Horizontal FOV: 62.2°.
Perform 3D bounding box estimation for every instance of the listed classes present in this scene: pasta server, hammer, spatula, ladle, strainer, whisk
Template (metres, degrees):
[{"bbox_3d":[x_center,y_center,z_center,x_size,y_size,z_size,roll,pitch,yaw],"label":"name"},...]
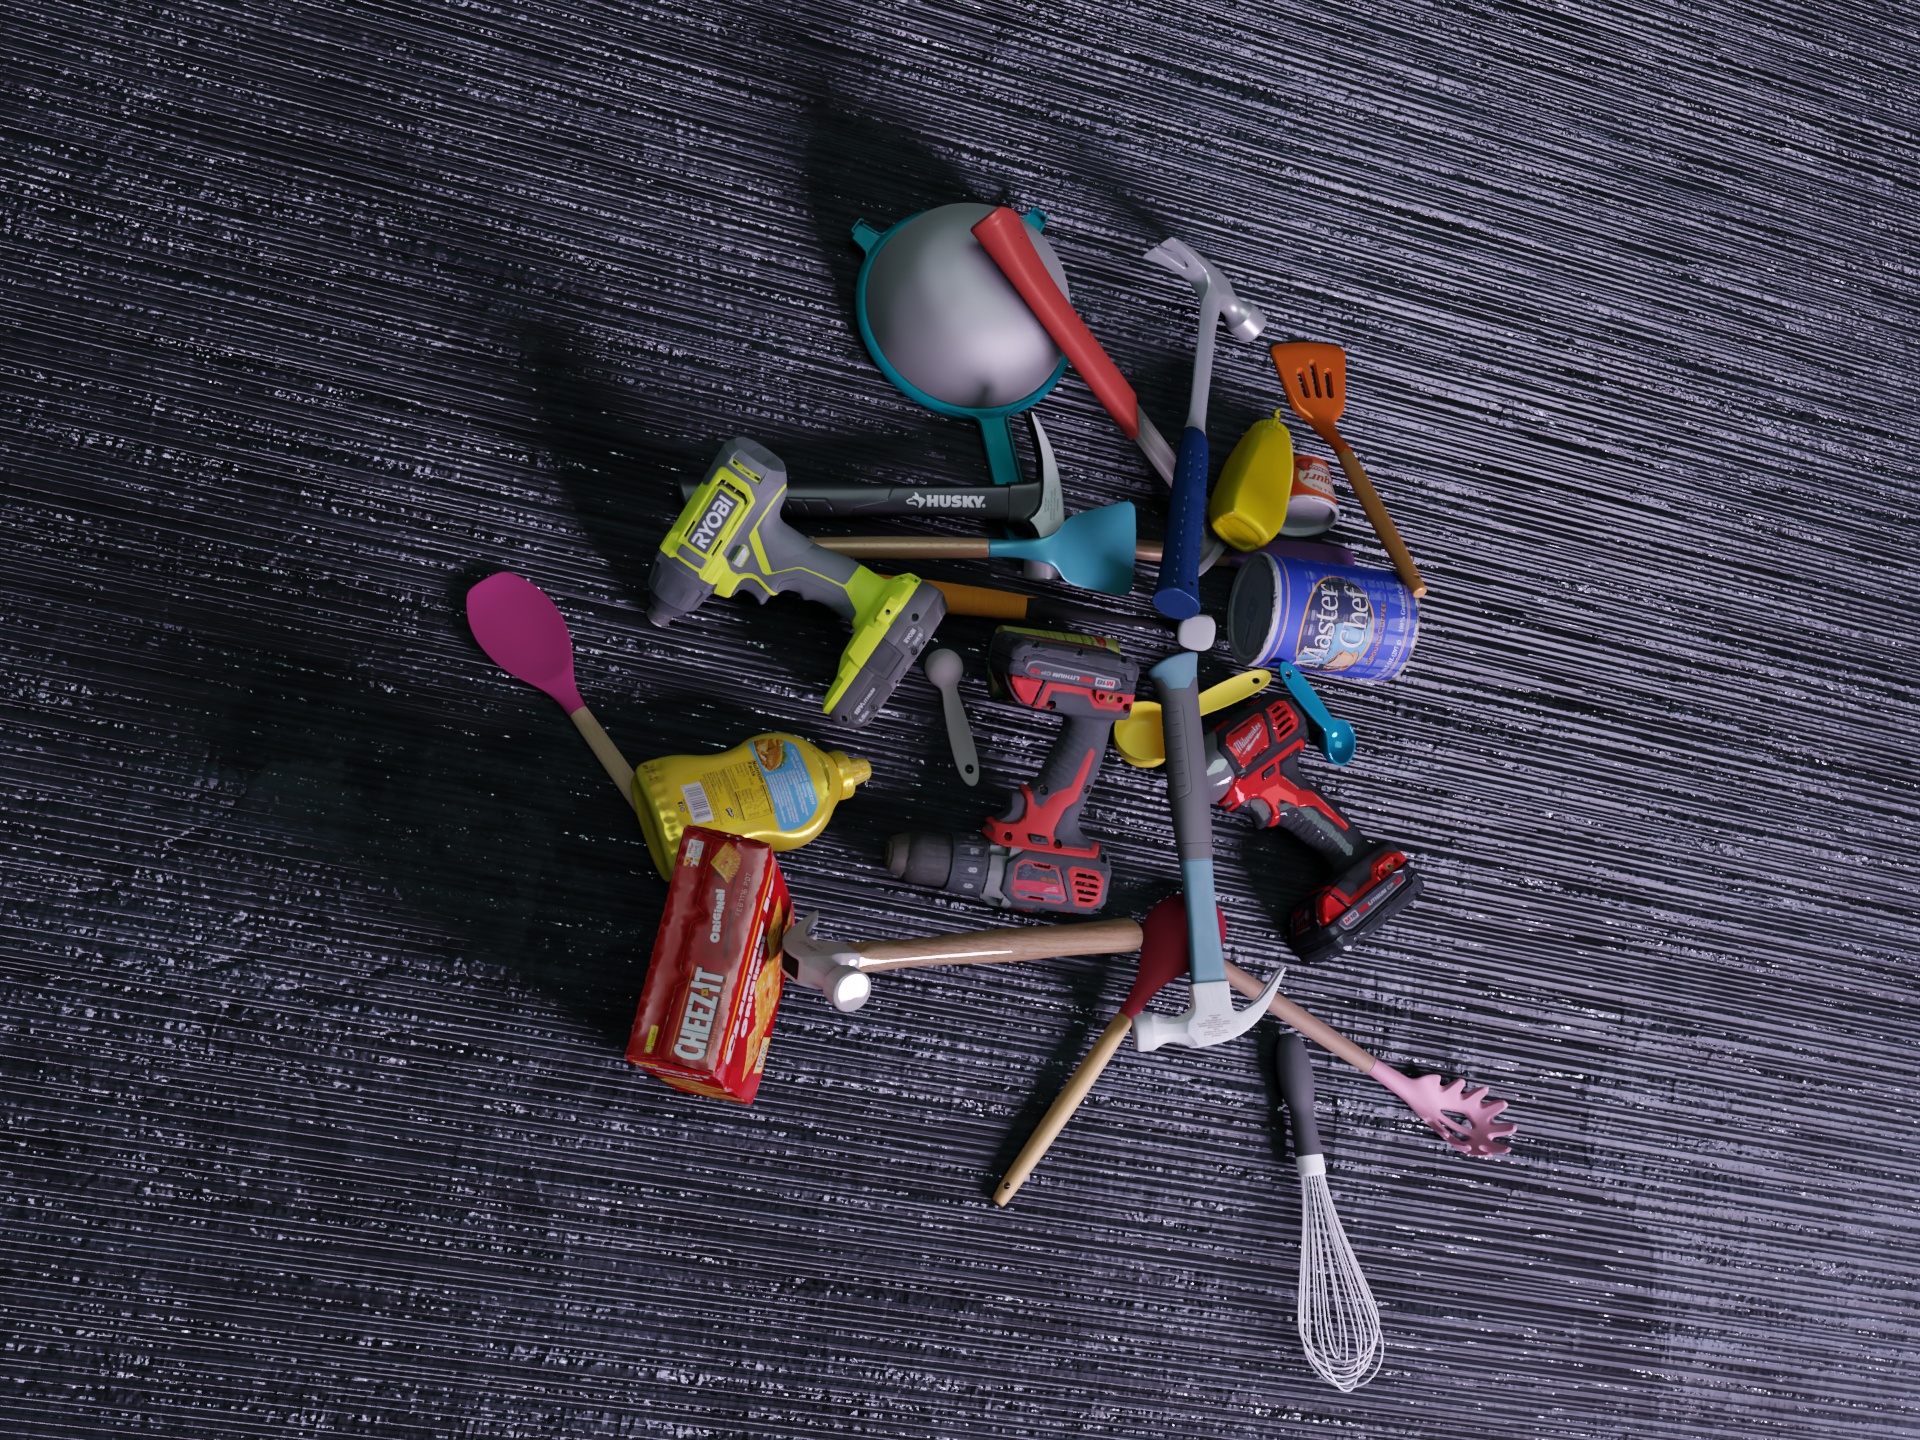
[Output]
[{"bbox_3d":[0.333,0.279,1.365,0.316,0.040,0.060,33,57,-2],"label":"pasta server"},{"bbox_3d":[0.204,-0.262,1.405,0.144,0.035,0.406,34,50,-30],"label":"hammer"},{"bbox_3d":[0.009,0.178,1.252,0.331,0.130,0.031,1,102,-36],"label":"hammer"},{"bbox_3d":[0.223,-0.150,1.468,0.315,0.018,0.060,5,68,-14],"label":"spatula"},{"bbox_3d":[0.371,-0.239,1.485,0.081,0.041,0.323,-2,50,-15],"label":"spatula"},{"bbox_3d":[0.045,-0.100,1.374,0.337,0.127,0.034,7,97,-2],"label":"hammer"},{"bbox_3d":[0.121,0.266,1.316,0.069,0.031,0.315,29,70,25],"label":"ladle"},{"bbox_3d":[0.126,-0.291,1.400,0.359,0.037,0.149,50,49,-17],"label":"hammer"},{"bbox_3d":[0.030,-0.325,1.424,0.211,0.095,0.340,-9,79,-17],"label":"strainer"},{"bbox_3d":[-0.003,-0.147,1.365,0.317,0.044,0.082,0,102,-4],"label":"spatula"},{"bbox_3d":[0.194,0.104,1.328,0.128,0.033,0.331,-3,77,-3],"label":"hammer"},{"bbox_3d":[-0.075,-0.196,1.373,0.334,0.035,0.146,0,100,-9],"label":"hammer"},{"bbox_3d":[0.295,0.401,1.314,0.070,0.070,0.285,-1,70,-15],"label":"whisk"}]

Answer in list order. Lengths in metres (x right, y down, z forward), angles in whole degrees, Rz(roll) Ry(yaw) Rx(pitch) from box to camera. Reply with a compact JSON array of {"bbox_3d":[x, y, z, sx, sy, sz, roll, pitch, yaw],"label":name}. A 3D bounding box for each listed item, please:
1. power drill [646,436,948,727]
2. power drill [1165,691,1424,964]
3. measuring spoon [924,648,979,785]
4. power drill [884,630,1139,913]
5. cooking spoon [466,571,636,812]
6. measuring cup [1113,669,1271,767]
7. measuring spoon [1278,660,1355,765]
[{"bbox_3d":[-0.139,-0.101,1.304,0.223,0.080,0.171,35,110,-4],"label":"power drill"},{"bbox_3d":[0.284,0.095,1.386,0.143,0.078,0.220,-33,82,-21],"label":"power drill"},{"bbox_3d":[-0.002,-0.004,1.367,0.034,0.018,0.124,-10,78,-17],"label":"measuring spoon"},{"bbox_3d":[0.045,0.044,1.306,0.188,0.080,0.226,9,97,-12],"label":"power drill"},{"bbox_3d":[-0.295,0.014,1.286,0.069,0.017,0.319,-34,85,-23],"label":"cooking spoon"},{"bbox_3d":[0.206,-0.005,1.406,0.156,0.029,0.062,-24,66,-14],"label":"measuring cup"},{"bbox_3d":[0.313,-0.008,1.426,0.128,0.021,0.042,47,61,-28],"label":"measuring spoon"}]
